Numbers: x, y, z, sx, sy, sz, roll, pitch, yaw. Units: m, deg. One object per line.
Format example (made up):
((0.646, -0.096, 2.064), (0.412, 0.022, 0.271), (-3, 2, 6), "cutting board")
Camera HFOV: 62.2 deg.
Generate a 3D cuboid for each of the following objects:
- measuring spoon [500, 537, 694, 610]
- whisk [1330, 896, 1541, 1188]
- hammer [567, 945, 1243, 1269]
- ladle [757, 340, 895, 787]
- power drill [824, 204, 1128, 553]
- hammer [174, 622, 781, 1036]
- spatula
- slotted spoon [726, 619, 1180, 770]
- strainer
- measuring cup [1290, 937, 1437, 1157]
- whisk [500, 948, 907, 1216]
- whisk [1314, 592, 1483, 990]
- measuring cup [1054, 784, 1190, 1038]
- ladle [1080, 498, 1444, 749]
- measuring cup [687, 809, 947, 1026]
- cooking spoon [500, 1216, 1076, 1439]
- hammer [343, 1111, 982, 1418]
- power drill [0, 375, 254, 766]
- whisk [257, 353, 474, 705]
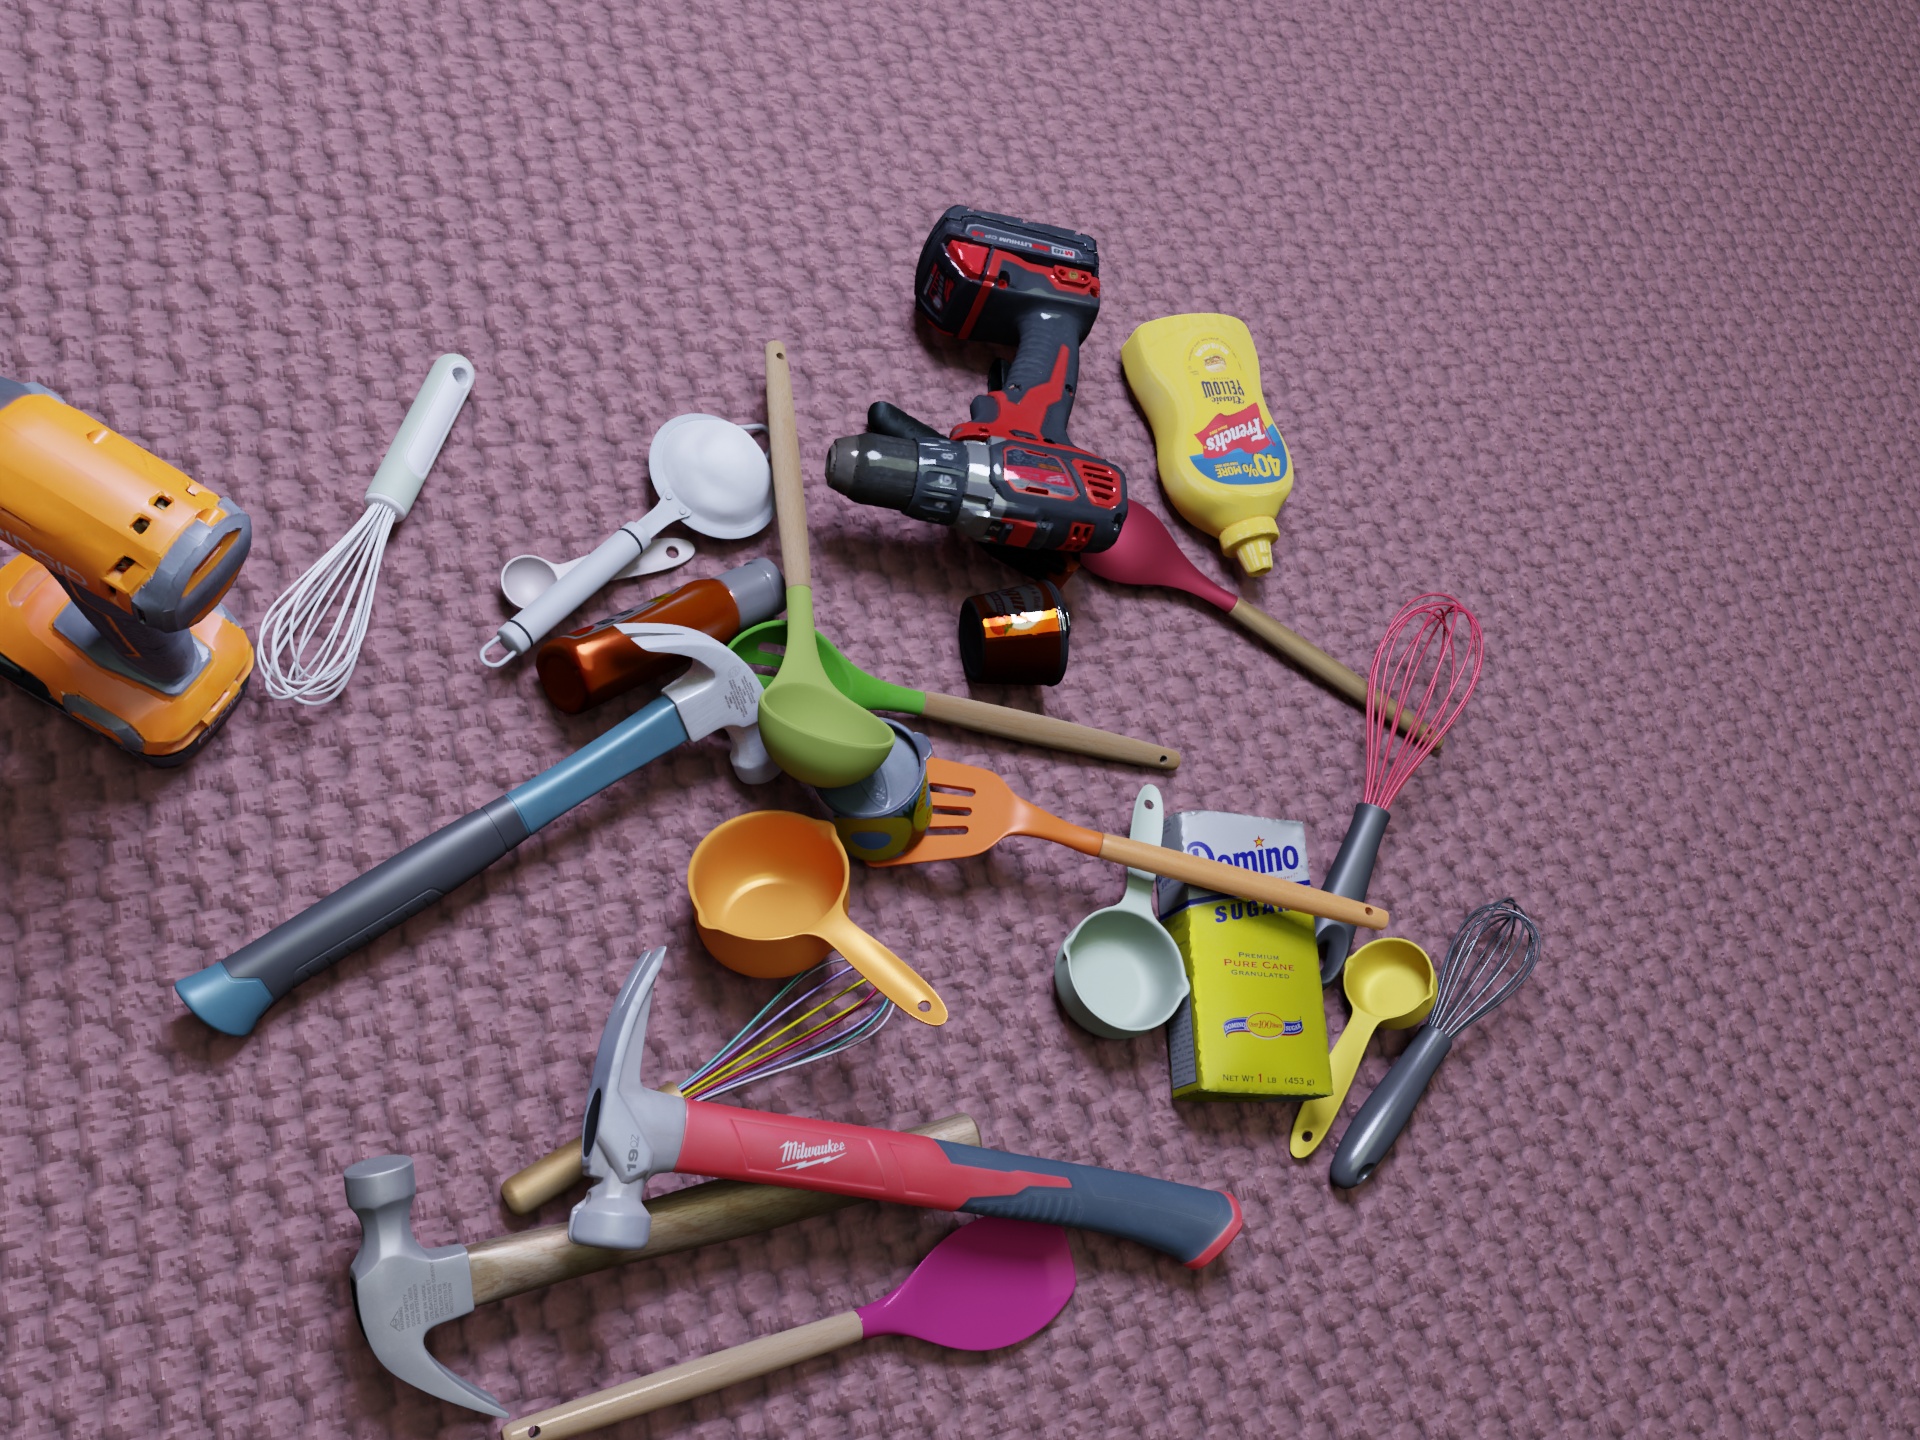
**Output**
((-0.215, -0.088, 0.945), (0.124, 0.018, 0.034), (-18, 81, -34), "measuring spoon")
((0.304, 0.206, 1.022), (0.055, 0.055, 0.239), (44, 65, -1), "whisk")
((-0.009, 0.226, 0.848), (0.386, 0.038, 0.143), (17, 69, -26), "hammer")
((-0.091, -0.104, 0.928), (0.078, 0.062, 0.320), (10, 57, -31), "ladle")
((0.009, -0.214, 1.014), (0.187, 0.080, 0.227), (7, 62, -15), "power drill")
((-0.244, 0.059, 0.835), (0.331, 0.128, 0.033), (-34, 42, -23), "hammer")
((0.104, 0.084, 0.960), (0.322, 0.041, 0.081), (15, 58, -7), "spatula")
((-0.002, -0.003, 0.985), (0.313, 0.031, 0.070), (12, 99, -21), "slotted spoon")
((-0.185, -0.112, 0.937), (0.087, 0.050, 0.258), (47, 58, -7), "strainer")
((0.251, 0.210, 1.003), (0.156, 0.062, 0.029), (-57, 138, -16), "measuring cup")
((-0.130, 0.188, 0.848), (0.245, 0.047, 0.051), (-28, 101, -25), "whisk")
((0.281, 0.043, 1.056), (0.073, 0.073, 0.296), (28, 73, -10), "whisk")
((0.101, 0.117, 0.979), (0.083, 0.038, 0.168), (20, 56, -11), "measuring cup")
((0.207, -0.064, 1.098), (0.315, 0.031, 0.069), (32, 61, -10), "ladle")
((-0.073, 0.121, 0.860), (0.174, 0.052, 0.095), (36, 56, 24), "measuring cup")
((-0.077, 0.321, 0.825), (0.318, 0.017, 0.069), (-8, 77, -28), "cooking spoon")
((-0.135, 0.256, 0.813), (0.331, 0.031, 0.130), (-6, 92, -29), "hammer")
((-0.411, -0.074, 0.733), (0.164, 0.226, 0.084), (32, 61, -7), "power drill")
((-0.325, -0.113, 0.890), (0.057, 0.059, 0.246), (48, 46, -44), "whisk")
